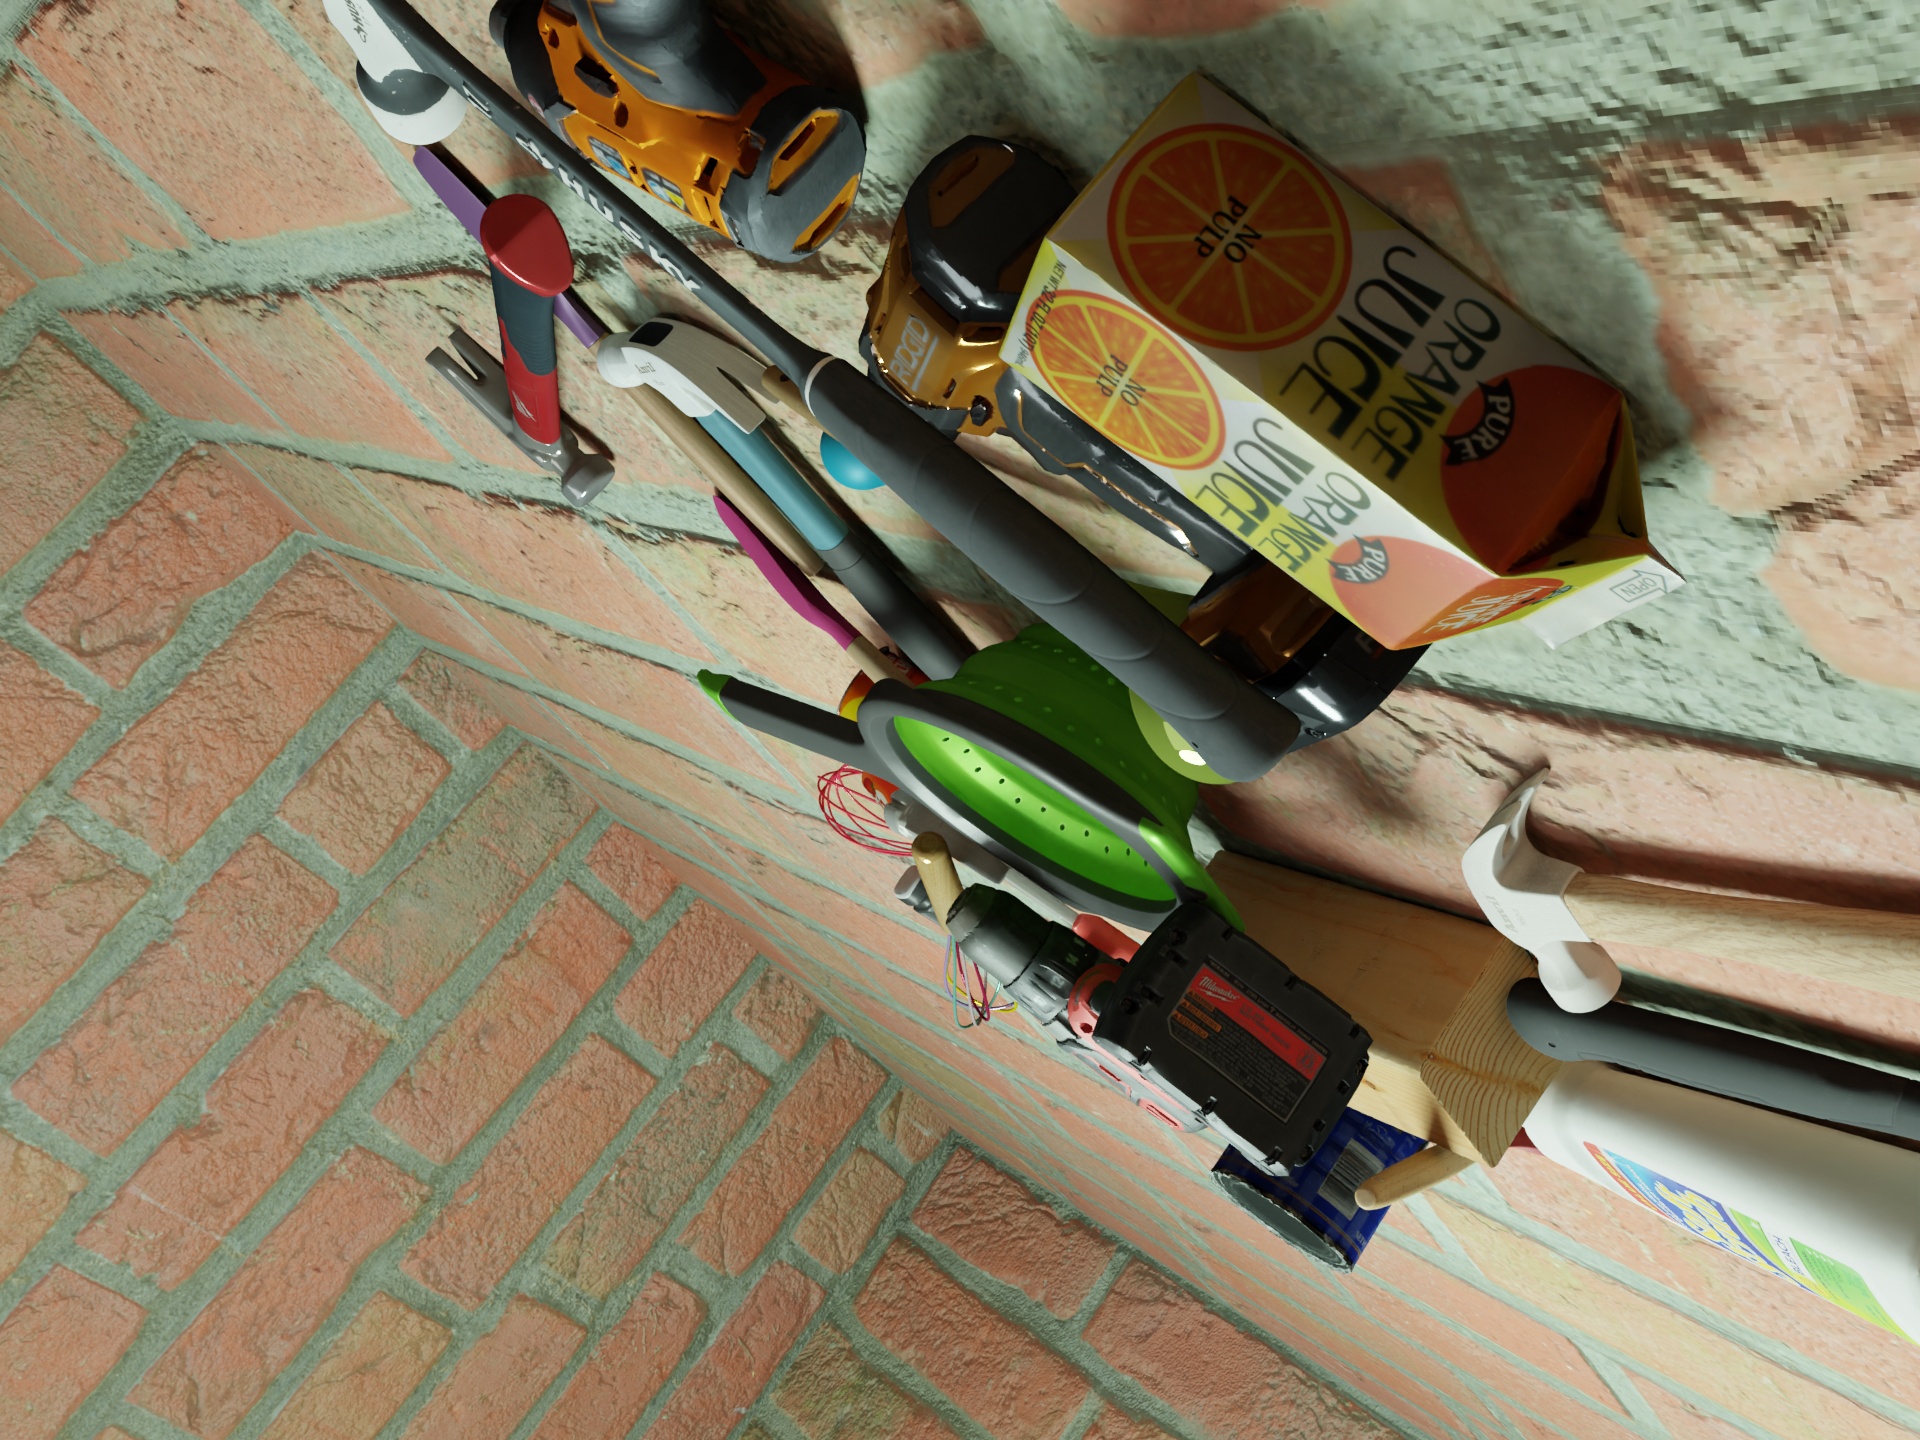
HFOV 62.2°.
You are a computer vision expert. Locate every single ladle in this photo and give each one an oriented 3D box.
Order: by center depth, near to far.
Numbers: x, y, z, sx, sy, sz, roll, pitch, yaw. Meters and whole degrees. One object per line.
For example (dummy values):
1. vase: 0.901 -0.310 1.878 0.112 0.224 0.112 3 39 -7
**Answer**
1. ladle: 0.020 -0.079 0.718 0.320 0.078 0.062 37 156 28
2. ladle: 0.266 0.234 0.856 0.069 0.031 0.315 13 -179 32

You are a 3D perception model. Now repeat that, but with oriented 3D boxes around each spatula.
1. spatula: -0.190 -0.197 0.907 0.315 0.018 0.060 46 165 -20

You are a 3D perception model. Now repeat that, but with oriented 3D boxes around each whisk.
1. whisk: -0.003 0.137 1.010 0.047 0.051 0.244 46 165 32
2. whisk: 0.006 0.094 1.209 0.296 0.073 0.073 21 157 30

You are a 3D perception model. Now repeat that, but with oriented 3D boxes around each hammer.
1. hammer: -0.054 -0.121 0.515 0.409 0.036 0.149 40 171 3
2. hammer: 0.310 0.077 0.549 0.130 0.031 0.331 49 160 -21
3. hammer: 0.357 0.146 0.625 0.146 0.035 0.335 46 161 -25
4. hammer: -0.064 -0.093 0.893 0.330 0.033 0.128 47 163 -28
5. hammer: -0.257 -0.219 0.904 0.143 0.038 0.386 44 167 -6
6. hammer: 0.108 0.155 1.072 0.358 0.037 0.149 37 172 -31
7. hammer: 0.060 0.173 1.114 0.127 0.034 0.337 36 172 -21

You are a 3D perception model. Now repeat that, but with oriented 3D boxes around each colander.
1. colander: -0.001 -0.003 0.868 0.397 0.094 0.204 19 159 43

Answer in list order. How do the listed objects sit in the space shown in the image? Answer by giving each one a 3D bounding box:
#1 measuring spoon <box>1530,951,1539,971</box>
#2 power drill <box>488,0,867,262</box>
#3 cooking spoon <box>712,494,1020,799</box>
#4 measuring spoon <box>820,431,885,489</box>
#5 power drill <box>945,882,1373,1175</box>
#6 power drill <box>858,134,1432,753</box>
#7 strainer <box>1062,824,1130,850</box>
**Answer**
1. measuring spoon: 0.270 0.102 0.743 0.021 0.011 0.116 23 157 43
2. power drill: -0.126 -0.259 0.504 0.164 0.084 0.226 34 166 22
3. cooking spoon: -0.047 -0.030 0.970 0.319 0.017 0.068 45 167 16
4. measuring spoon: -0.022 -0.107 0.783 0.129 0.021 0.042 34 163 19
5. power drill: 0.088 0.145 0.816 0.188 0.080 0.226 38 166 -4
6. power drill: 0.053 -0.086 0.587 0.226 0.084 0.185 43 164 -2
7. strainer: 0.101 0.090 0.952 0.087 0.050 0.258 48 174 -9
